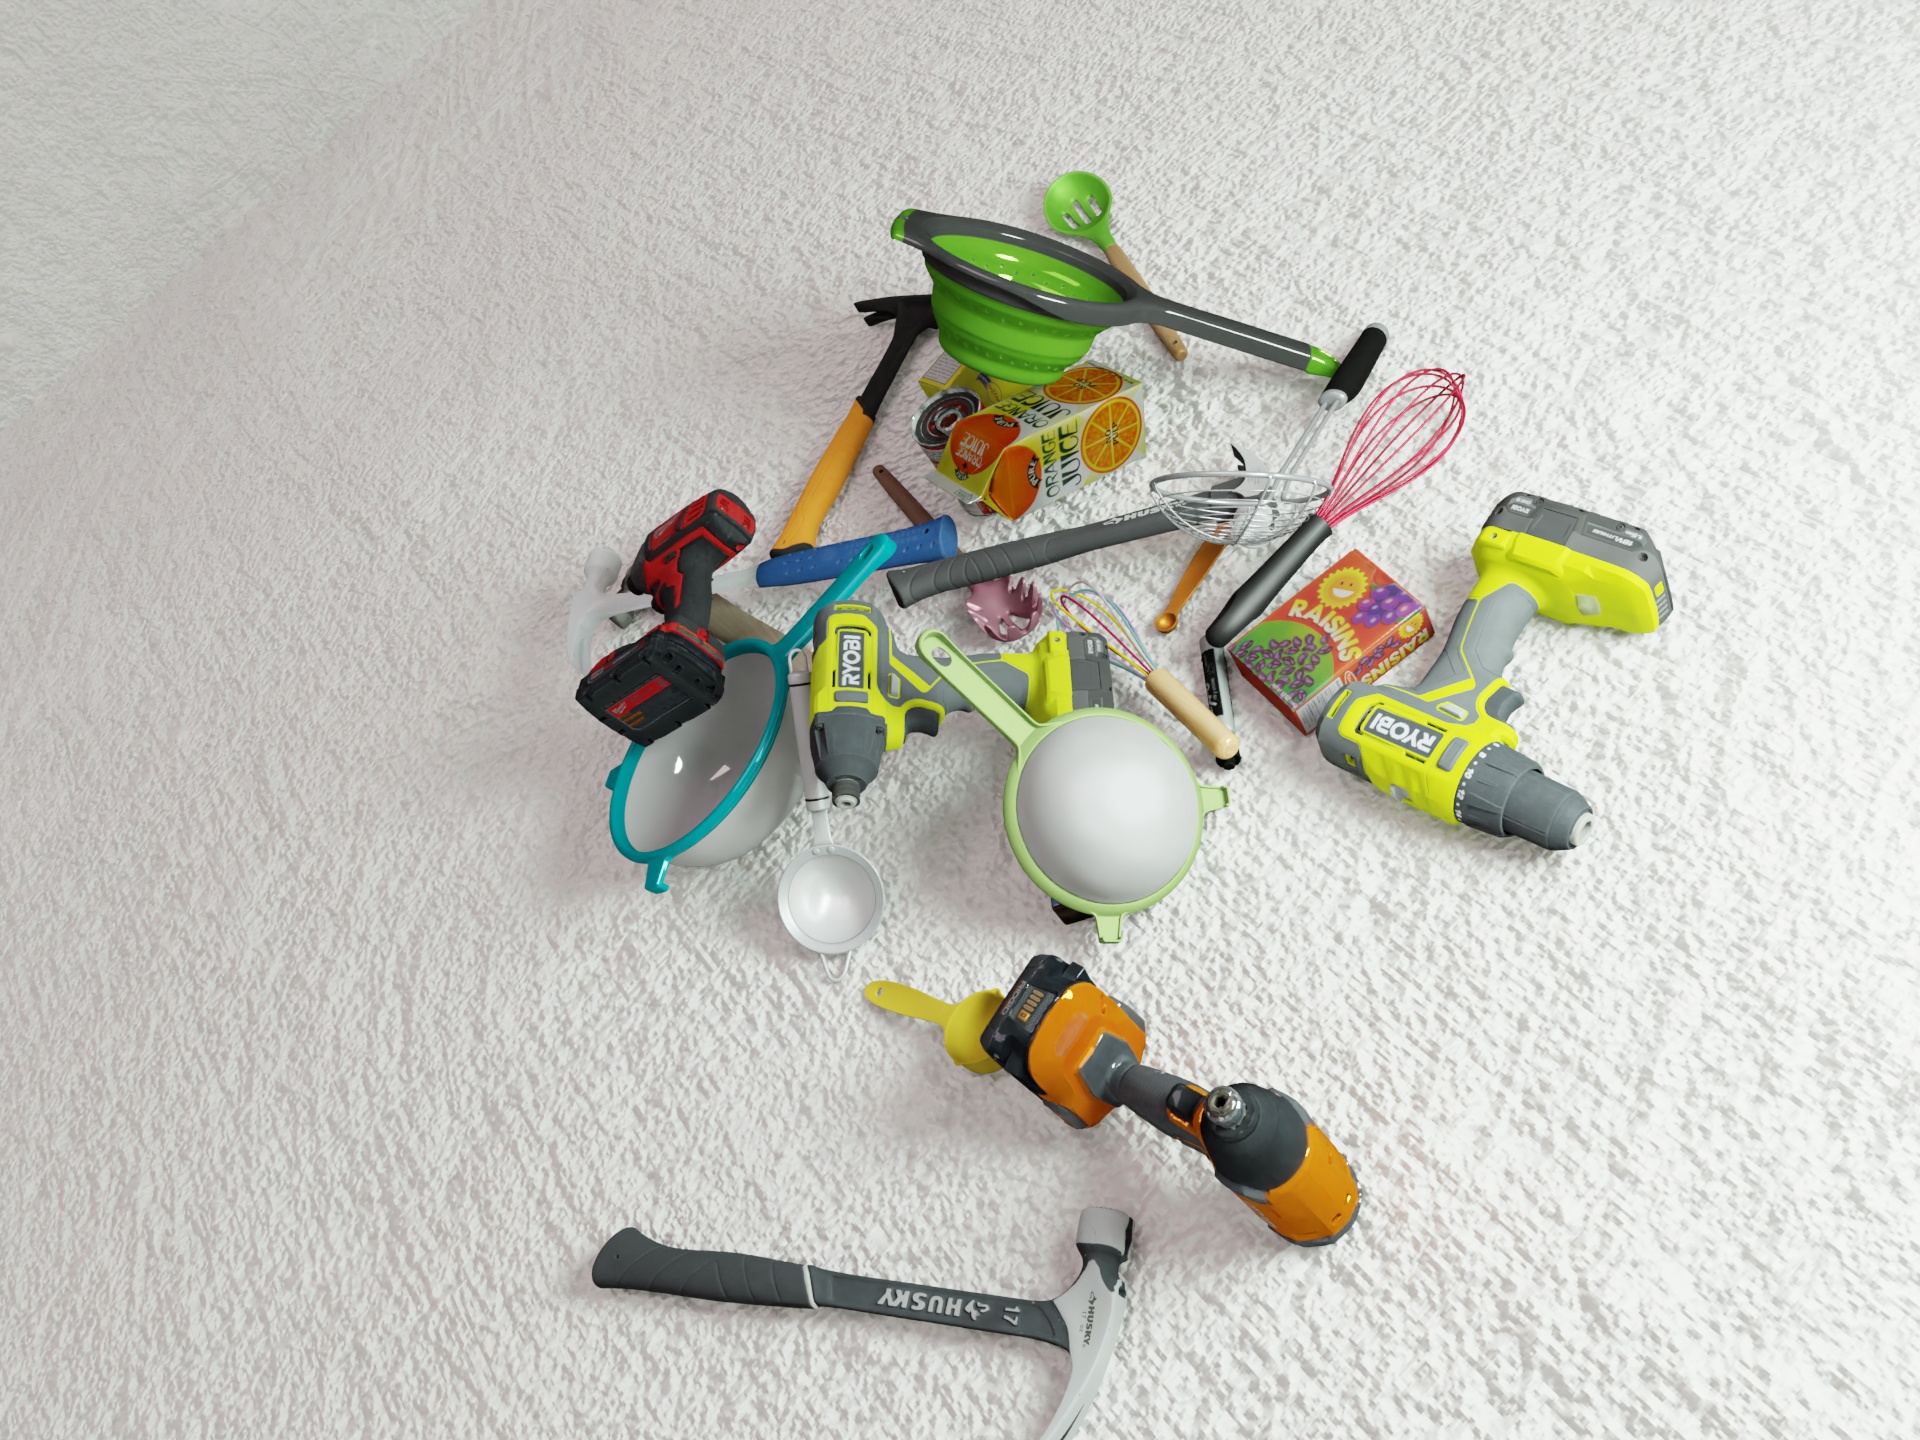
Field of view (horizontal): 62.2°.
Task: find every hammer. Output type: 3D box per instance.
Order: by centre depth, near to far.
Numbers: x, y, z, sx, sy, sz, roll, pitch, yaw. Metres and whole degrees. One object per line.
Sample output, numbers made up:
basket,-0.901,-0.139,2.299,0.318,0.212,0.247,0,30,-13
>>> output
hammer,-0.083,0.387,1.065,0.409,0.036,0.149,-4,57,29
hammer,0.094,-0.149,1.304,0.335,0.035,0.146,-13,29,19
hammer,-0.192,-0.126,1.453,0.405,0.035,0.144,-8,54,25
hammer,-0.182,-0.081,1.467,0.146,0.038,0.411,-49,48,-11
hammer,-0.111,-0.291,1.579,0.127,0.034,0.337,8,62,34

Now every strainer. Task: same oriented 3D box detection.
strainer,0.071,0.022,1.107,0.151,0.256,0.069,-48,3,-20
strainer,-0.108,0.072,1.238,0.087,0.050,0.258,-7,95,9
strainer,-0.149,-0.004,1.325,0.340,0.095,0.211,-48,34,5

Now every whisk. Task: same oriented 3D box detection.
whisk,0.288,-0.164,1.216,0.296,0.073,0.073,-46,47,-8
whisk,0.137,-0.042,1.231,0.051,0.047,0.245,-45,43,4

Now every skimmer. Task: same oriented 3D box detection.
skimmer,0.258,-0.239,1.205,0.127,0.090,0.363,2,38,34

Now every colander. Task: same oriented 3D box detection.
colander,0.123,-0.320,1.338,0.397,0.094,0.205,17,29,-3

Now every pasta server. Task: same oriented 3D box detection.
pasta server,-0.012,-0.158,1.420,0.060,0.040,0.317,-31,45,-7

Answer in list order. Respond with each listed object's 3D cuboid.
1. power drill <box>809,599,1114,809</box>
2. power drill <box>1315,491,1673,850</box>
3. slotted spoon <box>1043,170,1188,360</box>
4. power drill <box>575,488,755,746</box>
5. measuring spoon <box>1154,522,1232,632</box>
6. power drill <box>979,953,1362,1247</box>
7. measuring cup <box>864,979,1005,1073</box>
power drill,-0.002,-0.004,1.197,0.223,0.080,0.171,3,54,-7
power drill,0.376,-0.029,1.069,0.191,0.080,0.228,29,78,41
slotted spoon,0.154,-0.438,1.536,0.070,0.031,0.314,-30,49,9
power drill,-0.254,-0.093,1.379,0.143,0.078,0.220,-28,39,32
measuring spoon,0.191,-0.115,1.288,0.021,0.011,0.117,16,63,39
power drill,0.123,0.227,0.972,0.227,0.164,0.084,22,71,42
measuring cup,-0.014,0.217,1.160,0.157,0.029,0.062,8,62,48
